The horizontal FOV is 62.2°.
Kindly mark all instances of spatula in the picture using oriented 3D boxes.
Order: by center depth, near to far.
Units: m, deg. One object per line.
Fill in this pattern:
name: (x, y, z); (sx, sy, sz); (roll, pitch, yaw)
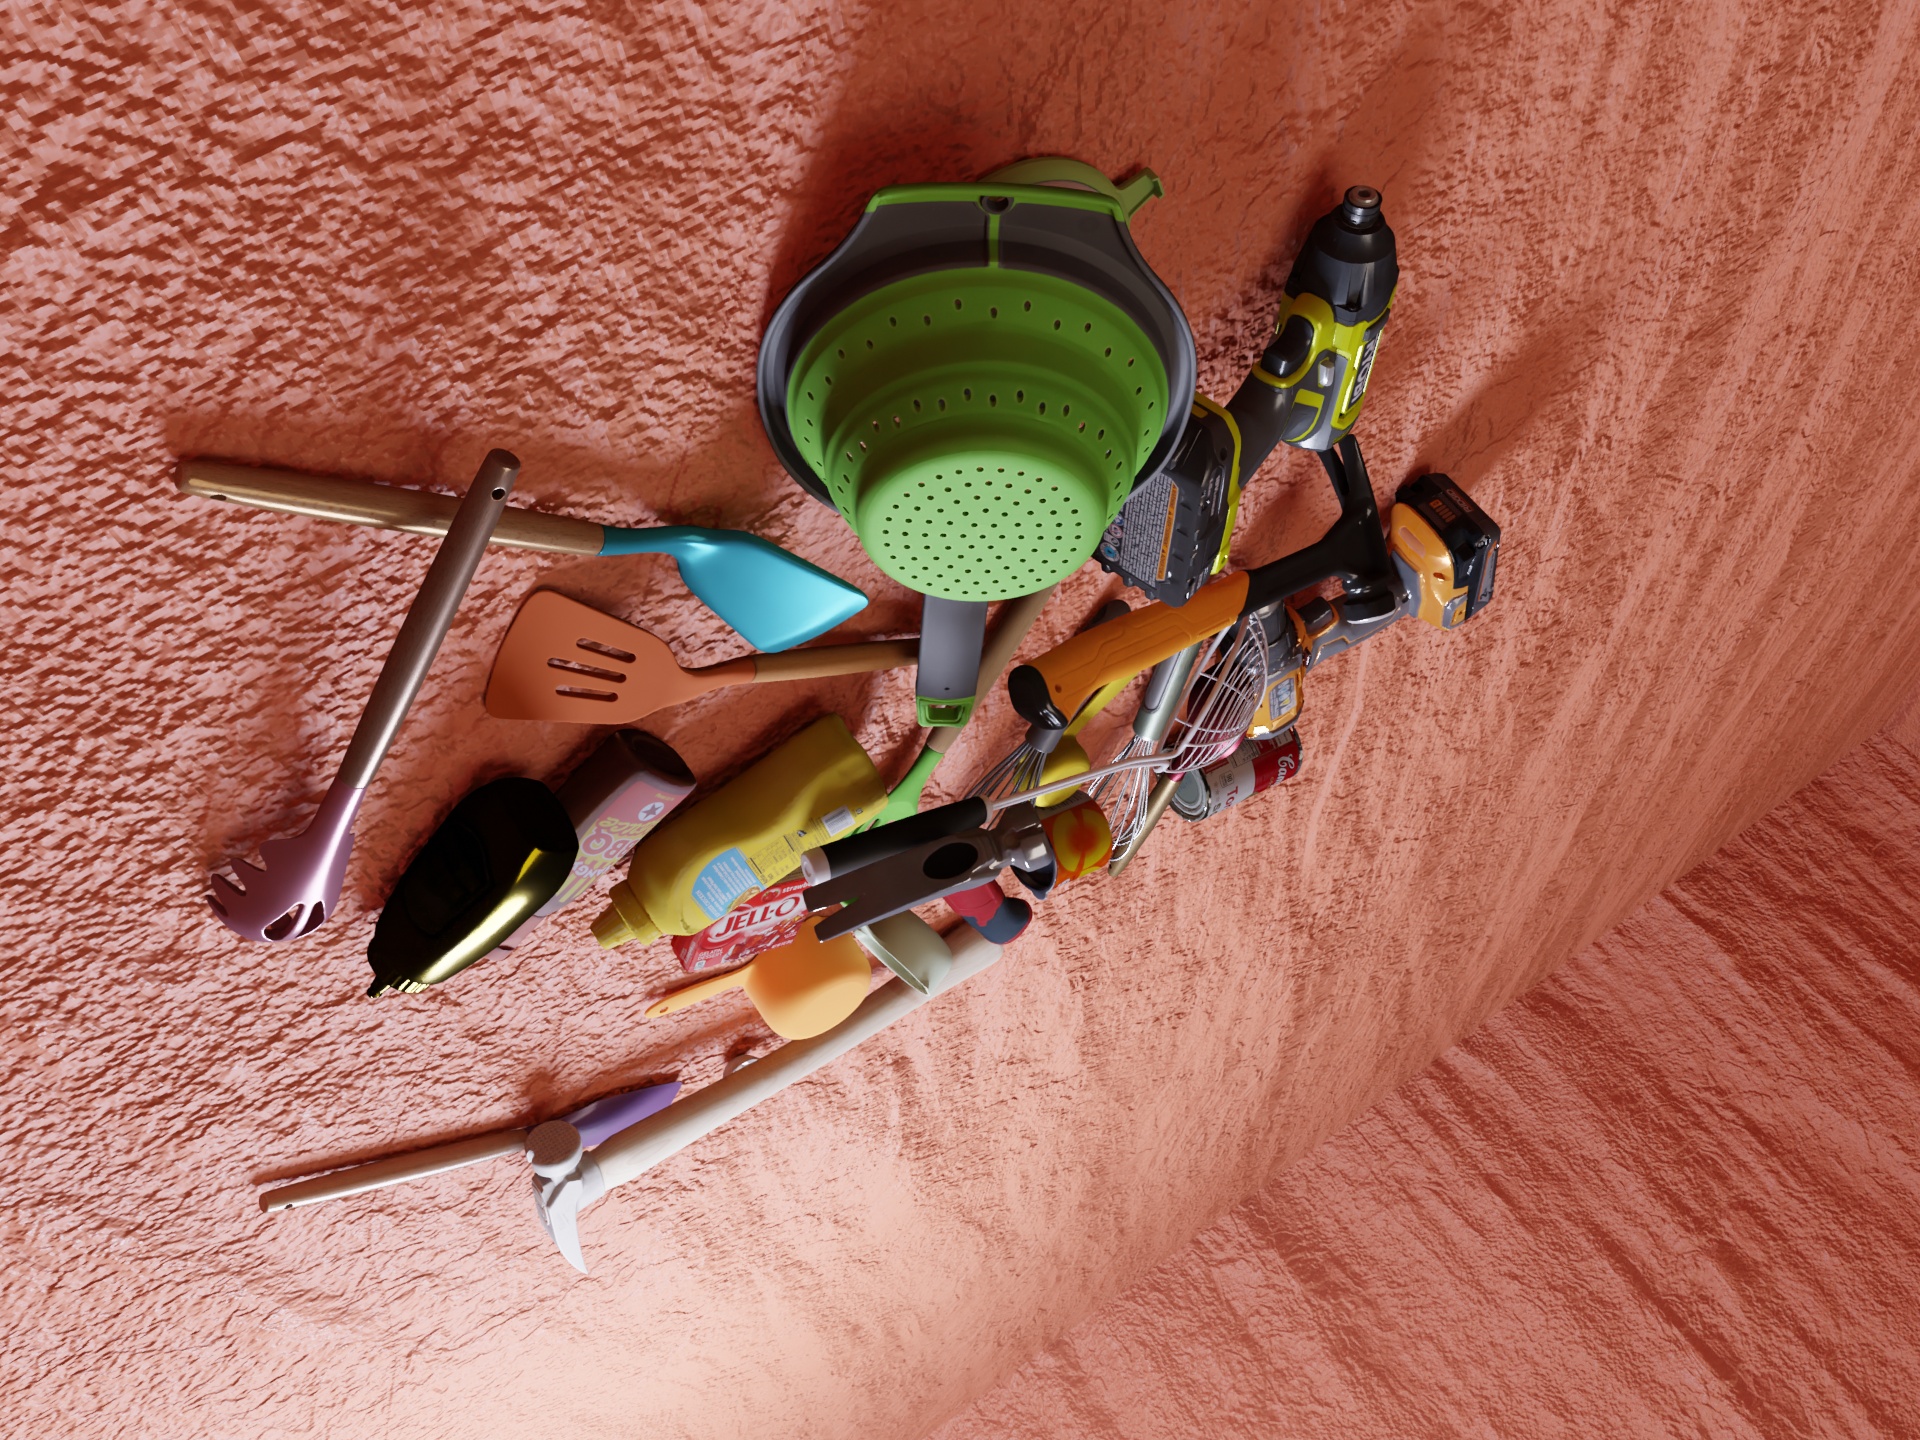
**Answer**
spatula: (-0.182, -0.074, 0.706); (0.082, 0.044, 0.317); (-23, 162, 40)
spatula: (-0.104, -0.037, 0.877); (0.322, 0.041, 0.081); (-9, 138, -49)
spatula: (-0.322, 0.293, 1.088); (0.315, 0.018, 0.059); (-1, 131, -49)

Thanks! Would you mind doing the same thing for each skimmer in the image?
skimmer: (0.053, 0.015, 1.024); (0.363, 0.090, 0.127); (-17, 158, -26)

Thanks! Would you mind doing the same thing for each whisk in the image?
whisk: (0.054, 0.015, 1.105); (0.055, 0.055, 0.239); (-1, 129, -48)
whisk: (0.138, 0.014, 1.198); (0.059, 0.058, 0.246); (-8, 135, -30)

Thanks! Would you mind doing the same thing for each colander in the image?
colander: (0.003, -0.076, 0.788); (0.204, 0.095, 0.396); (1, 147, -4)

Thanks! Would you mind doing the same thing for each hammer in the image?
hammer: (0.155, -0.077, 0.983); (0.337, 0.034, 0.127); (-25, 105, -37)
hammer: (-0.003, 0.126, 1.077); (0.143, 0.038, 0.386); (-21, 166, 0)
hammer: (-0.134, 0.270, 1.219); (0.410, 0.038, 0.146); (-26, 137, -29)

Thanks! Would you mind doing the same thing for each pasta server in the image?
pasta server: (-0.263, 0.001, 0.706); (0.060, 0.040, 0.316); (-3, 138, -47)

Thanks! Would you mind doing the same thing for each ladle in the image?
ladle: (0.163, 0.053, 1.258); (0.031, 0.069, 0.315); (-4, 151, -15)

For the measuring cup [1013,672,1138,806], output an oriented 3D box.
measuring cup: (0.100, 0.004, 1.154); (0.156, 0.029, 0.062); (-48, 150, 19)

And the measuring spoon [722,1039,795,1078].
measuring spoon: (-0.139, 0.256, 1.255); (0.124, 0.018, 0.034); (-23, 135, -38)

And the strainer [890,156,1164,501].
strainer: (0.024, -0.153, 0.810); (0.151, 0.069, 0.256); (-17, 142, -34)

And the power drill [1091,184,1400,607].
power drill: (0.163, -0.183, 0.887); (0.223, 0.080, 0.171); (-45, 156, -26)

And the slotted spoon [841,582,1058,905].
slotted spoon: (-0.002, -0.003, 1.028); (0.070, 0.031, 0.313); (8, 124, -45)

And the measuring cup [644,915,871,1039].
measuring cup: (-0.139, 0.198, 1.129); (0.173, 0.052, 0.095); (-14, 142, -41)

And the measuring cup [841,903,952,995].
measuring cup: (-0.057, 0.137, 1.140); (0.038, 0.083, 0.167); (-47, 137, -16)

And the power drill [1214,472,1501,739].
power drill: (0.289, -0.093, 1.191); (0.226, 0.084, 0.185); (-32, 149, -4)
